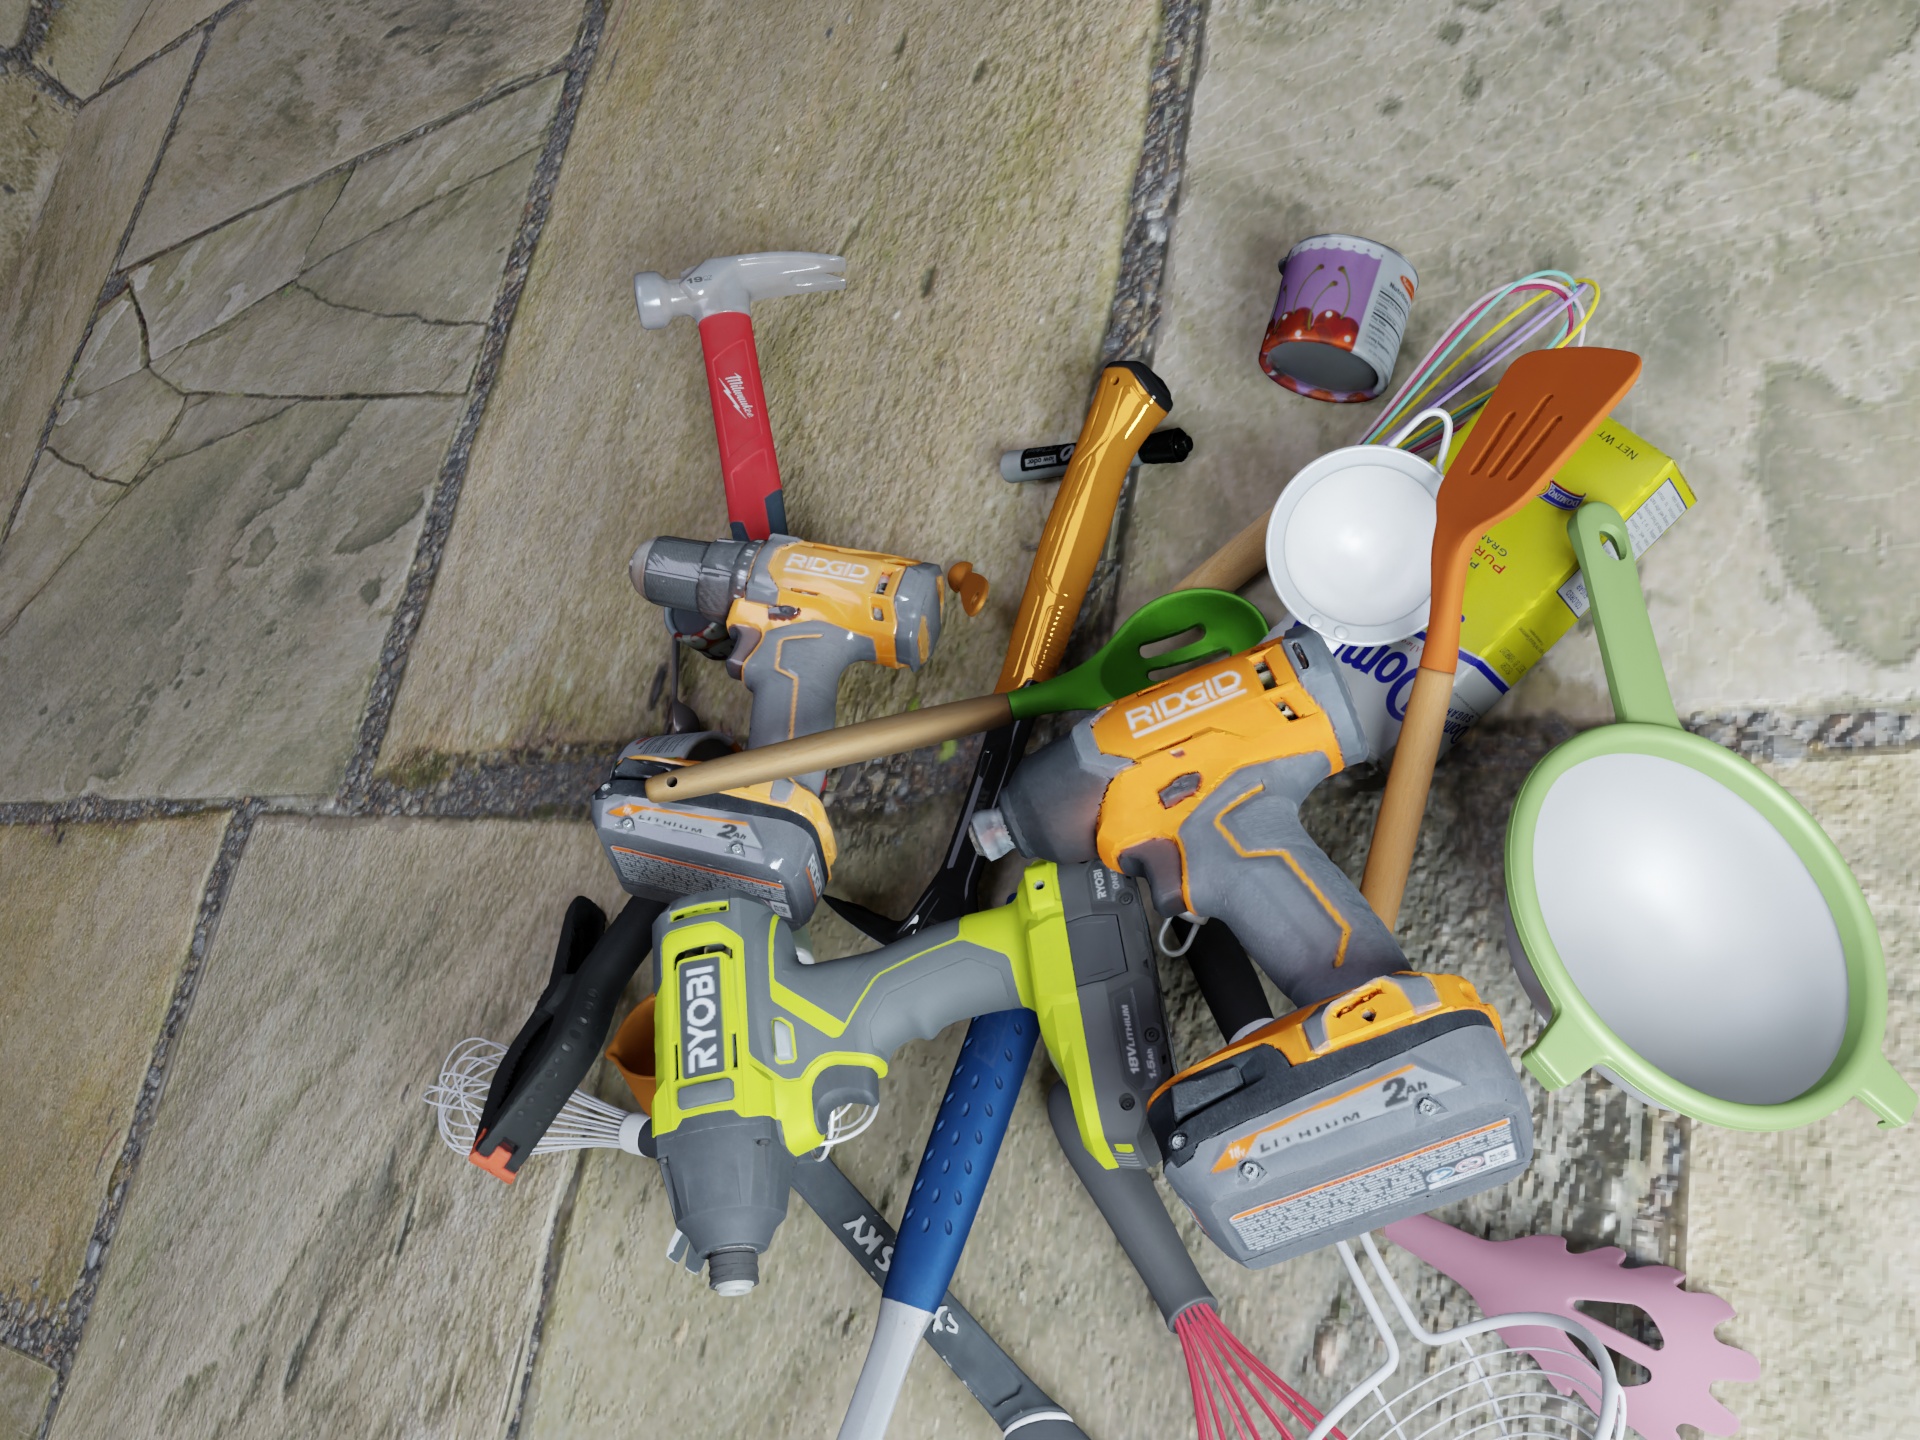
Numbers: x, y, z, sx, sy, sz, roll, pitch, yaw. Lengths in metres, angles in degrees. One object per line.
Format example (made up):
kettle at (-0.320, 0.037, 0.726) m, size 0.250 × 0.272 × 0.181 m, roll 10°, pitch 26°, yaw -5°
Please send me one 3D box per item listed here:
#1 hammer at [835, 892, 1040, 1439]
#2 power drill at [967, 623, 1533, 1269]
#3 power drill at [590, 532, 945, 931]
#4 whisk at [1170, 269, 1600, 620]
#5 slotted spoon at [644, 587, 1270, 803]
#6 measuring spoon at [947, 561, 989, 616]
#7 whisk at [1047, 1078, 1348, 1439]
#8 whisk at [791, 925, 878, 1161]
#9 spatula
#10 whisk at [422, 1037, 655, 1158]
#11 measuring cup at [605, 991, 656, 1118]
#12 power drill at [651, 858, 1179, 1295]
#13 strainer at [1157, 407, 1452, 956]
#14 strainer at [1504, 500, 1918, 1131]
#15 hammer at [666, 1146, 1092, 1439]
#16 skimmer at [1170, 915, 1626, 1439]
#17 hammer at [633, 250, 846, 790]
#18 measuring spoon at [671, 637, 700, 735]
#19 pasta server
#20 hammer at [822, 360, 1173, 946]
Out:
hammer at (-0.032, 0.264, 0.694) m, size 0.144 × 0.035 × 0.406 m, roll 7°, pitch 64°, yaw 31°
power drill at (0.097, 0.078, 0.595) m, size 0.164 × 0.084 × 0.227 m, roll -22°, pitch 48°, yaw 8°
power drill at (-0.125, -0.012, 0.872) m, size 0.185 × 0.084 × 0.226 m, roll 12°, pitch 56°, yaw 12°
whisk at (0.199, -0.128, 0.765) m, size 0.245 × 0.051 × 0.047 m, roll -39°, pitch 56°, yaw 21°
slotted spoon at (-0.001, -0.002, 0.783) m, size 0.313 × 0.031 × 0.070 m, roll -14°, pitch 71°, yaw -1°
measuring spoon at (0.003, -0.073, 0.871) m, size 0.021 × 0.011 × 0.117 m, roll -60°, pitch 11°, yaw 9°
whisk at (0.103, 0.257, 0.642) m, size 0.073 × 0.073 × 0.296 m, roll -45°, pitch 42°, yaw 12°
whisk at (-0.086, 0.133, 0.827) m, size 0.247 × 0.059 × 0.057 m, roll -112°, pitch 22°, yaw -58°
spatula at (0.198, 0.004, 0.653) m, size 0.081 × 0.041 × 0.322 m, roll -141°, pitch 61°, yaw -69°
whisk at (-0.205, 0.229, 0.907) m, size 0.285 × 0.070 × 0.070 m, roll 1°, pitch 70°, yaw 34°
measuring cup at (-0.145, 0.164, 0.896) m, size 0.095 × 0.052 × 0.174 m, roll -22°, pitch 25°, yaw -3°
power drill at (-0.022, 0.145, 0.686) m, size 0.223 × 0.080 × 0.171 m, roll -12°, pitch 59°, yaw 7°
strainer at (0.145, -0.015, 0.691) m, size 0.087 × 0.050 × 0.258 m, roll 26°, pitch 91°, yaw 1°
strainer at (0.250, 0.035, 0.606) m, size 0.069 × 0.151 × 0.257 m, roll 121°, pitch 154°, yaw -56°
hammer at (0.016, 0.298, 0.694) m, size 0.149 × 0.036 × 0.409 m, roll -45°, pitch 49°, yaw -9°
skimmer at (0.125, 0.158, 0.613) m, size 0.127 × 0.090 × 0.364 m, roll -35°, pitch 40°, yaw 12°
hammer at (-0.113, -0.135, 1.001) m, size 0.143 × 0.038 × 0.387 m, roll -9°, pitch 66°, yaw -7°
measuring spoon at (-0.179, -0.030, 1.036) m, size 0.018 × 0.034 × 0.124 m, roll -1°, pitch 53°, yaw -9°
pasta server at (0.159, 0.195, 0.653) m, size 0.316 × 0.040 × 0.060 m, roll 18°, pitch 81°, yaw 46°
hammer at (0.033, -0.032, 0.841) m, size 0.127 × 0.034 × 0.337 m, roll 16°, pitch 84°, yaw 41°
